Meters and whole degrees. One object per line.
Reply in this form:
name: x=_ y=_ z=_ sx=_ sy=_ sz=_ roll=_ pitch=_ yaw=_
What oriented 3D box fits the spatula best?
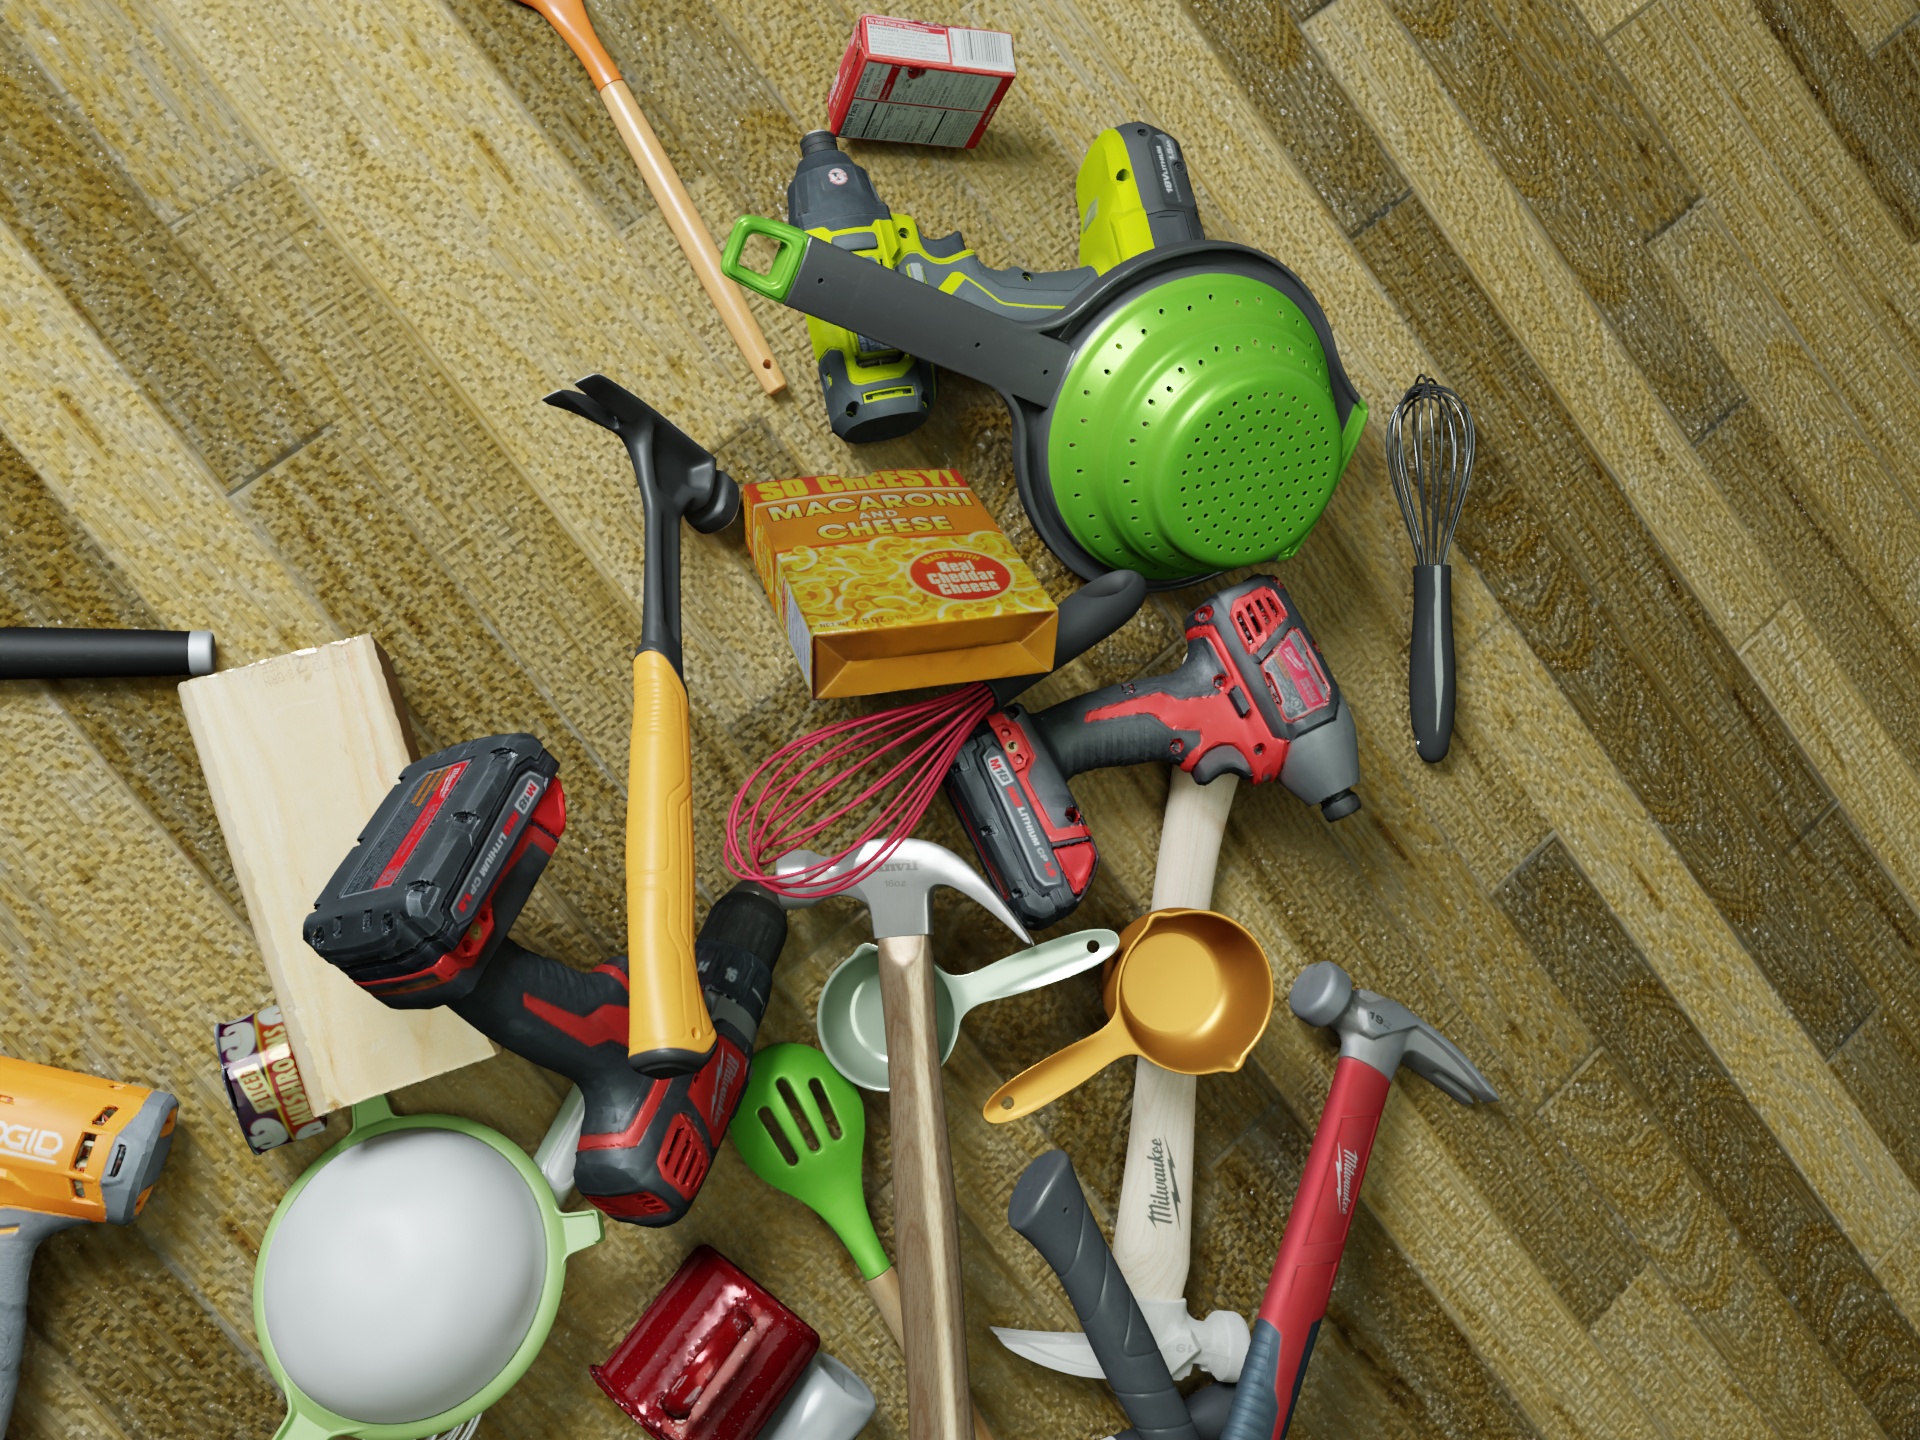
spatula: x=-0.176 y=-0.324 z=0.861 sx=0.081 sy=0.041 sz=0.322 roll=-30 pitch=95 yaw=-17

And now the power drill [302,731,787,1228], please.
power drill: x=-0.172 y=0.105 z=0.755 sx=0.226 sy=0.080 sz=0.188 roll=52 pitch=40 yaw=-32

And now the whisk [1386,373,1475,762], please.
whisk: x=0.288 y=-0.093 z=0.978 sx=0.055 sy=0.055 sz=0.239 roll=-1 pitch=91 yaw=-16

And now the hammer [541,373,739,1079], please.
hammer: x=-0.145 y=-0.001 z=0.750 sx=0.034 sy=0.127 sz=0.337 roll=-18 pitch=62 yaw=22

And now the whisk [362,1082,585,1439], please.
whisk: x=-0.223 y=0.262 z=0.801 sx=0.057 sy=0.059 sz=0.246 roll=34 pitch=72 yaw=-25

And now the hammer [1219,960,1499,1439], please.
hammer: x=0.190 y=0.331 z=0.860 sx=0.143 sy=0.038 sz=0.386 roll=35 pitch=60 yaw=-15

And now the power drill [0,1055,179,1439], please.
power drill: x=-0.473 y=0.261 z=0.713 sx=0.164 sy=0.084 sz=0.226 roll=18 pitch=77 yaw=-14

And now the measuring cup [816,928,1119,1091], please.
measuring cup: x=0.006 y=0.144 z=0.855 sx=0.167 sy=0.038 sz=0.083 roll=-20 pitch=83 yaw=2

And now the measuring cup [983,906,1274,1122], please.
measuring cup: x=0.084 y=0.165 z=0.861 sx=0.173 sy=0.052 sz=0.095 roll=-29 pitch=92 yaw=-8

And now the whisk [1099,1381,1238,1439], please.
whisk: x=0.051 y=0.417 z=0.865 sx=0.284 sy=0.070 sz=0.070 roll=-12 pitch=89 yaw=-21

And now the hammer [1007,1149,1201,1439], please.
hammer: x=0.132 y=0.412 z=0.857 sx=0.149 sy=0.036 sz=0.409 roll=-30 pitch=99 yaw=-26

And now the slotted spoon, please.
slotted spoon: x=-0.028 y=0.311 z=0.831 sx=0.070 sy=0.031 sz=0.314 roll=-29 pitch=84 yaw=-17

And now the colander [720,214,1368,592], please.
colander: x=0.069 y=-0.168 z=0.826 sx=0.396 sy=0.095 sz=0.204 roll=15 pitch=110 yaw=-28

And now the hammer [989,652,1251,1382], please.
hammer: x=0.113 y=0.163 z=0.910 sx=0.146 sy=0.038 sz=0.411 roll=9 pitch=83 yaw=-14

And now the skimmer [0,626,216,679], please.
skimmer: x=-0.534 y=-0.015 z=0.709 sx=0.363 sy=0.090 sz=0.127 roll=-1 pitch=119 yaw=-19

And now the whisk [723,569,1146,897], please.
whisk: x=-0.001 y=-0.003 z=0.802 sx=0.296 sy=0.073 sz=0.073 roll=-37 pitch=97 yaw=-32

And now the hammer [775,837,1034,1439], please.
hammer: x=-0.017 y=0.225 z=0.810 sx=0.130 sy=0.031 sz=0.331 roll=-6 pitch=83 yaw=7

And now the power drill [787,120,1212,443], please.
power drill: x=0.018 y=-0.259 z=0.895 sx=0.223 sy=0.080 sz=0.171 roll=-12 pitch=85 yaw=-14

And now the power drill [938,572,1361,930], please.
power drill: x=0.110 y=0.024 z=0.873 sx=0.219 sy=0.078 sz=0.143 roll=-26 pitch=83 yaw=-8

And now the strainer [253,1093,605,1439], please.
strainer: x=-0.292 y=0.299 z=0.727 sx=0.151 sy=0.069 sz=0.256 roll=26 pitch=69 yaw=11
